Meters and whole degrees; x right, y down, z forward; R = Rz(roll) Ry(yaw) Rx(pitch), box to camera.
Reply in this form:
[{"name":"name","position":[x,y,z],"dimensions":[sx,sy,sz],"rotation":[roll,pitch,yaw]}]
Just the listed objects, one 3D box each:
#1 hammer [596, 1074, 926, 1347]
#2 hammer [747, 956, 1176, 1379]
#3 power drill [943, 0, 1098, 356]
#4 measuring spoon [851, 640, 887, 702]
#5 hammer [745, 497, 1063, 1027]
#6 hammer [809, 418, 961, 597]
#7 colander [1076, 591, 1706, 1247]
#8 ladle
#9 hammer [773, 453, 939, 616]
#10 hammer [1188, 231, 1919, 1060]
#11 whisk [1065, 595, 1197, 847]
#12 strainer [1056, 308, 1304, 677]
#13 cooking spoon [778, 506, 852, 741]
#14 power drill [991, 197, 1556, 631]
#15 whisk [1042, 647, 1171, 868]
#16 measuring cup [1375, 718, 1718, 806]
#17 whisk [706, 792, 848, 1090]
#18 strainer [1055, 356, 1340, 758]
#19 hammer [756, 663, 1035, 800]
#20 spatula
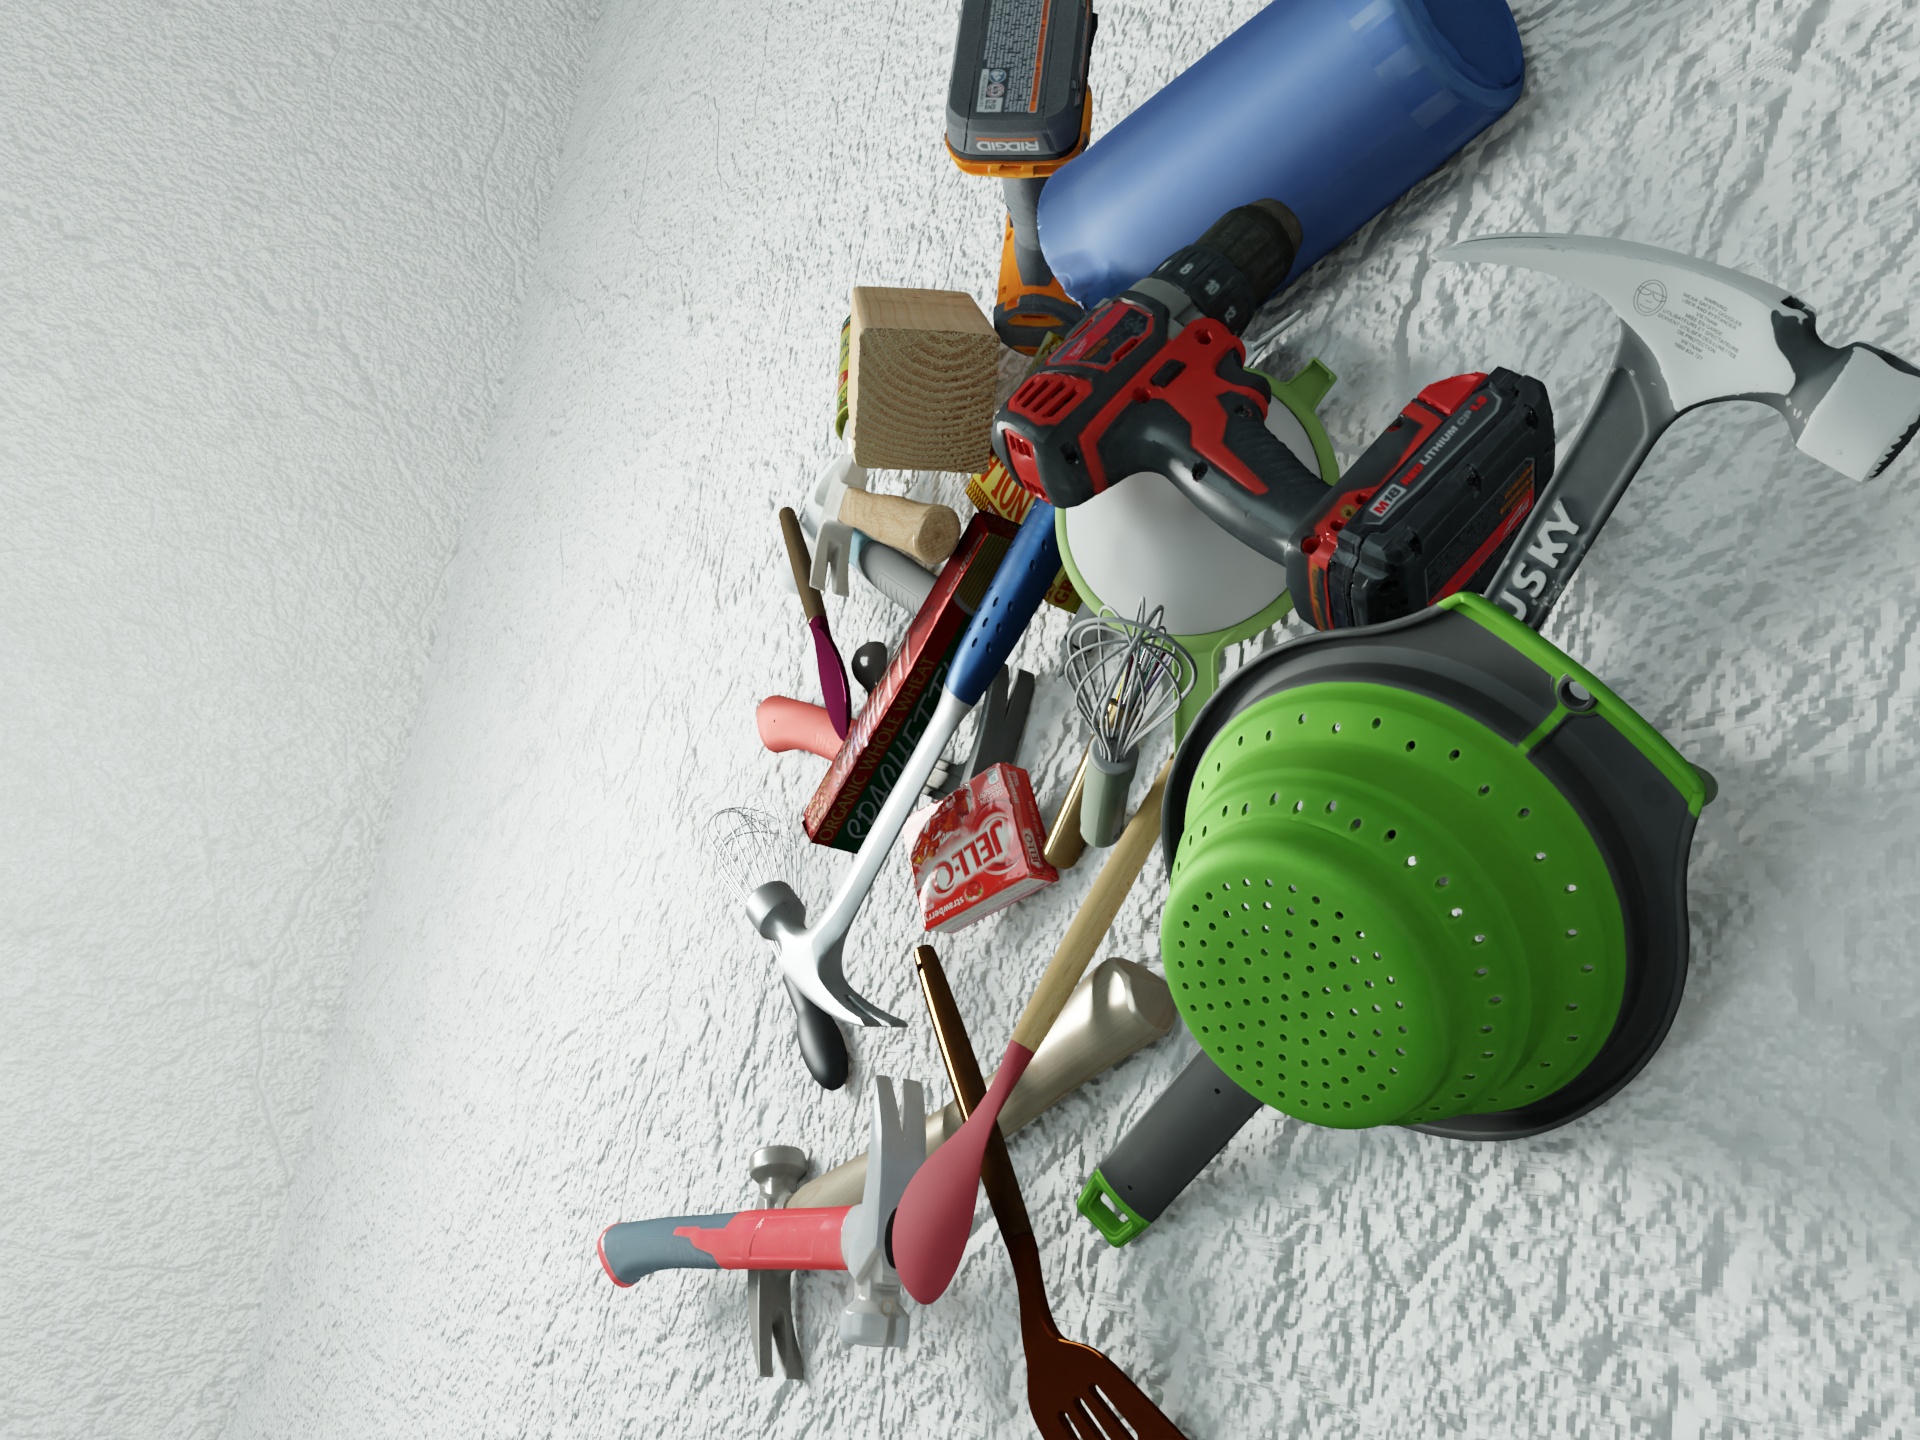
[{"name":"hammer","position":[-0.140,0.316,1.015],"dimensions":[0.386,0.038,0.143],"rotation":[-25,54,52]},{"name":"hammer","position":[-0.016,0.254,0.914],"dimensions":[0.410,0.038,0.146],"rotation":[-44,40,41]},{"name":"power drill","position":[0.049,-0.360,1.013],"dimensions":[0.226,0.084,0.164],"rotation":[68,-152,-68]},{"name":"measuring spoon","position":[-0.066,-0.002,1.095],"dimensions":[0.034,0.018,0.124],"rotation":[-36,46,46]},{"name":"hammer","position":[-0.001,-0.003,0.920],"dimensions":[0.144,0.035,0.405],"rotation":[45,114,42]},{"name":"hammer","position":[-0.054,-0.137,1.086],"dimensions":[0.331,0.031,0.130],"rotation":[-141,67,-72]},{"name":"colander","position":[0.113,0.130,0.624],"dimensions":[0.205,0.094,0.396],"rotation":[44,135,18]},{"name":"ladle","position":[0.046,0.142,0.803],"dimensions":[0.315,0.031,0.069],"rotation":[-60,19,-12]},{"name":"hammer","position":[-0.065,-0.121,1.223],"dimensions":[0.331,0.033,0.128],"rotation":[40,110,60]},{"name":"hammer","position":[0.170,0.012,0.601],"dimensions":[0.149,0.036,0.408],"rotation":[38,133,21]},{"name":"whisk","position":[0.076,0.012,0.772],"dimensions":[0.246,0.059,0.058],"rotation":[87,-157,-65]},{"name":"strainer","position":[0.109,-0.127,0.899],"dimensions":[0.258,0.050,0.087],"rotation":[-63,-7,30]},{"name":"cooking spoon","position":[-0.112,-0.088,1.221],"dimensions":[0.319,0.017,0.068],"rotation":[-112,19,-53]},{"name":"power drill","position":[0.147,-0.141,0.705],"dimensions":[0.227,0.080,0.188],"rotation":[35,73,34]},{"name":"whisk","position":[0.096,-0.029,0.875],"dimensions":[0.245,0.047,0.051],"rotation":[-67,30,15]},{"name":"measuring cup","position":[0.227,0.020,0.622],"dimensions":[0.168,0.038,0.083],"rotation":[12,84,59]},{"name":"whisk","position":[-0.129,0.155,1.152],"dimensions":[0.070,0.070,0.285],"rotation":[-57,36,25]},{"name":"strainer","position":[0.109,-0.059,0.790],"dimensions":[0.151,0.069,0.256],"rotation":[-2,85,24]},{"name":"hammer","position":[-0.065,0.012,1.142],"dimensions":[0.359,0.036,0.149],"rotation":[18,90,61]},{"name":"spatula","position":[0.030,0.242,0.803],"dimensions":[0.081,0.041,0.323],"rotation":[-54,38,29]}]
